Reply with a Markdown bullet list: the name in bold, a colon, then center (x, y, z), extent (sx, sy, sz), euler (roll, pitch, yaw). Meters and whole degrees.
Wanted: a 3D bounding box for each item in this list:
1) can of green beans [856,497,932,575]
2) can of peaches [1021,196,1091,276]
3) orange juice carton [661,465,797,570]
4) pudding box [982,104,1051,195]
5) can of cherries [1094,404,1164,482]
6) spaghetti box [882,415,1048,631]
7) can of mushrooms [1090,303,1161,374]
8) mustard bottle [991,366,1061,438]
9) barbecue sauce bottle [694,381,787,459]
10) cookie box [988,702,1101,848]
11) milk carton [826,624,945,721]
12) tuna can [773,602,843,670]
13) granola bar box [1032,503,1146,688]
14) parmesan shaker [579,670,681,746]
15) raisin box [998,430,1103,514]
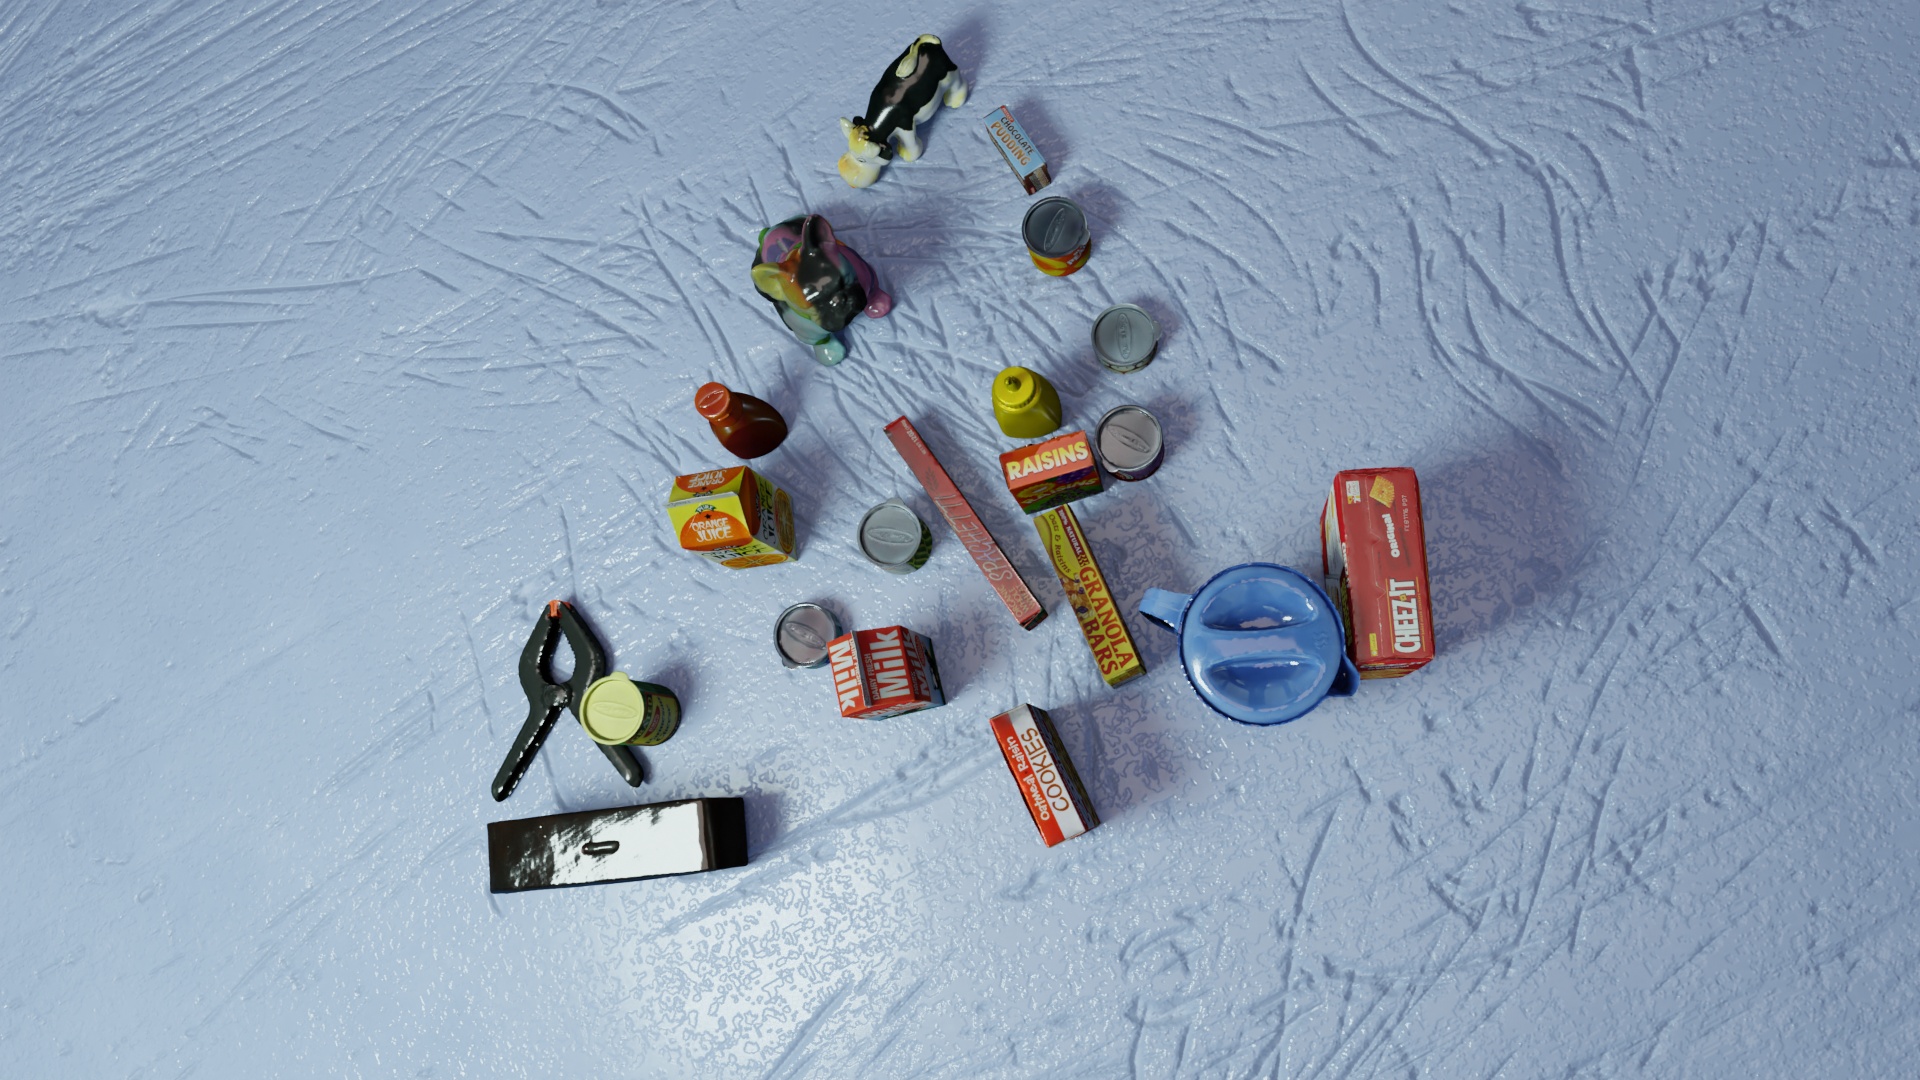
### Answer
- **can of green beans**: center (-0.065, -0.001, 1.398), extent (0.071, 0.058, 0.071), euler (-2, 80, 10)
- **can of peaches**: center (0.101, -0.310, 1.424), extent (0.071, 0.058, 0.071), euler (-2, 80, 10)
- **orange juice carton**: center (-0.223, -0.023, 1.361), extent (0.072, 0.192, 0.073), euler (-8, 79, 9)
- **pudding box**: center (0.060, -0.408, 1.453), extent (0.030, 0.049, 0.084), euler (-33, 76, 4)
- **can of cherries**: center (0.166, -0.093, 1.372), extent (0.071, 0.058, 0.071), euler (-2, 80, 10)
- **spaghetti box**: center (0.005, -0.017, 1.392), extent (0.028, 0.050, 0.250), euler (-36, 76, 3)
- **can of mushrooms**: center (0.169, -0.203, 1.405), extent (0.071, 0.033, 0.071), euler (-2, 80, 10)
- **mustard bottle**: center (0.060, -0.138, 1.347), extent (0.065, 0.160, 0.049), euler (-10, 79, 9)
- **barbecue sauce bottle**: center (-0.225, -0.122, 1.402), extent (0.065, 0.148, 0.044), euler (-31, 77, 4)
- **cookie box**: center (0.079, 0.216, 1.276), extent (0.040, 0.167, 0.123), euler (-27, 77, 5)
- **milk carton**: center (-0.072, 0.126, 1.307), extent (0.073, 0.190, 0.072), euler (-14, 78, 8)
- **tuna can**: center (-0.155, 0.099, 1.408), extent (0.071, 0.033, 0.071), euler (-2, 80, 10)
- **granola bar box**: center (0.125, 0.055, 1.319), extent (0.039, 0.124, 0.166), euler (-25, 77, 5)
- **parmesan shaker**: center (-0.327, 0.170, 1.390), extent (0.071, 0.103, 0.071), euler (-2, 80, 10)
- **raisin box**: center (0.090, -0.065, 1.347), extent (0.086, 0.123, 0.040), euler (-16, 78, 7)
